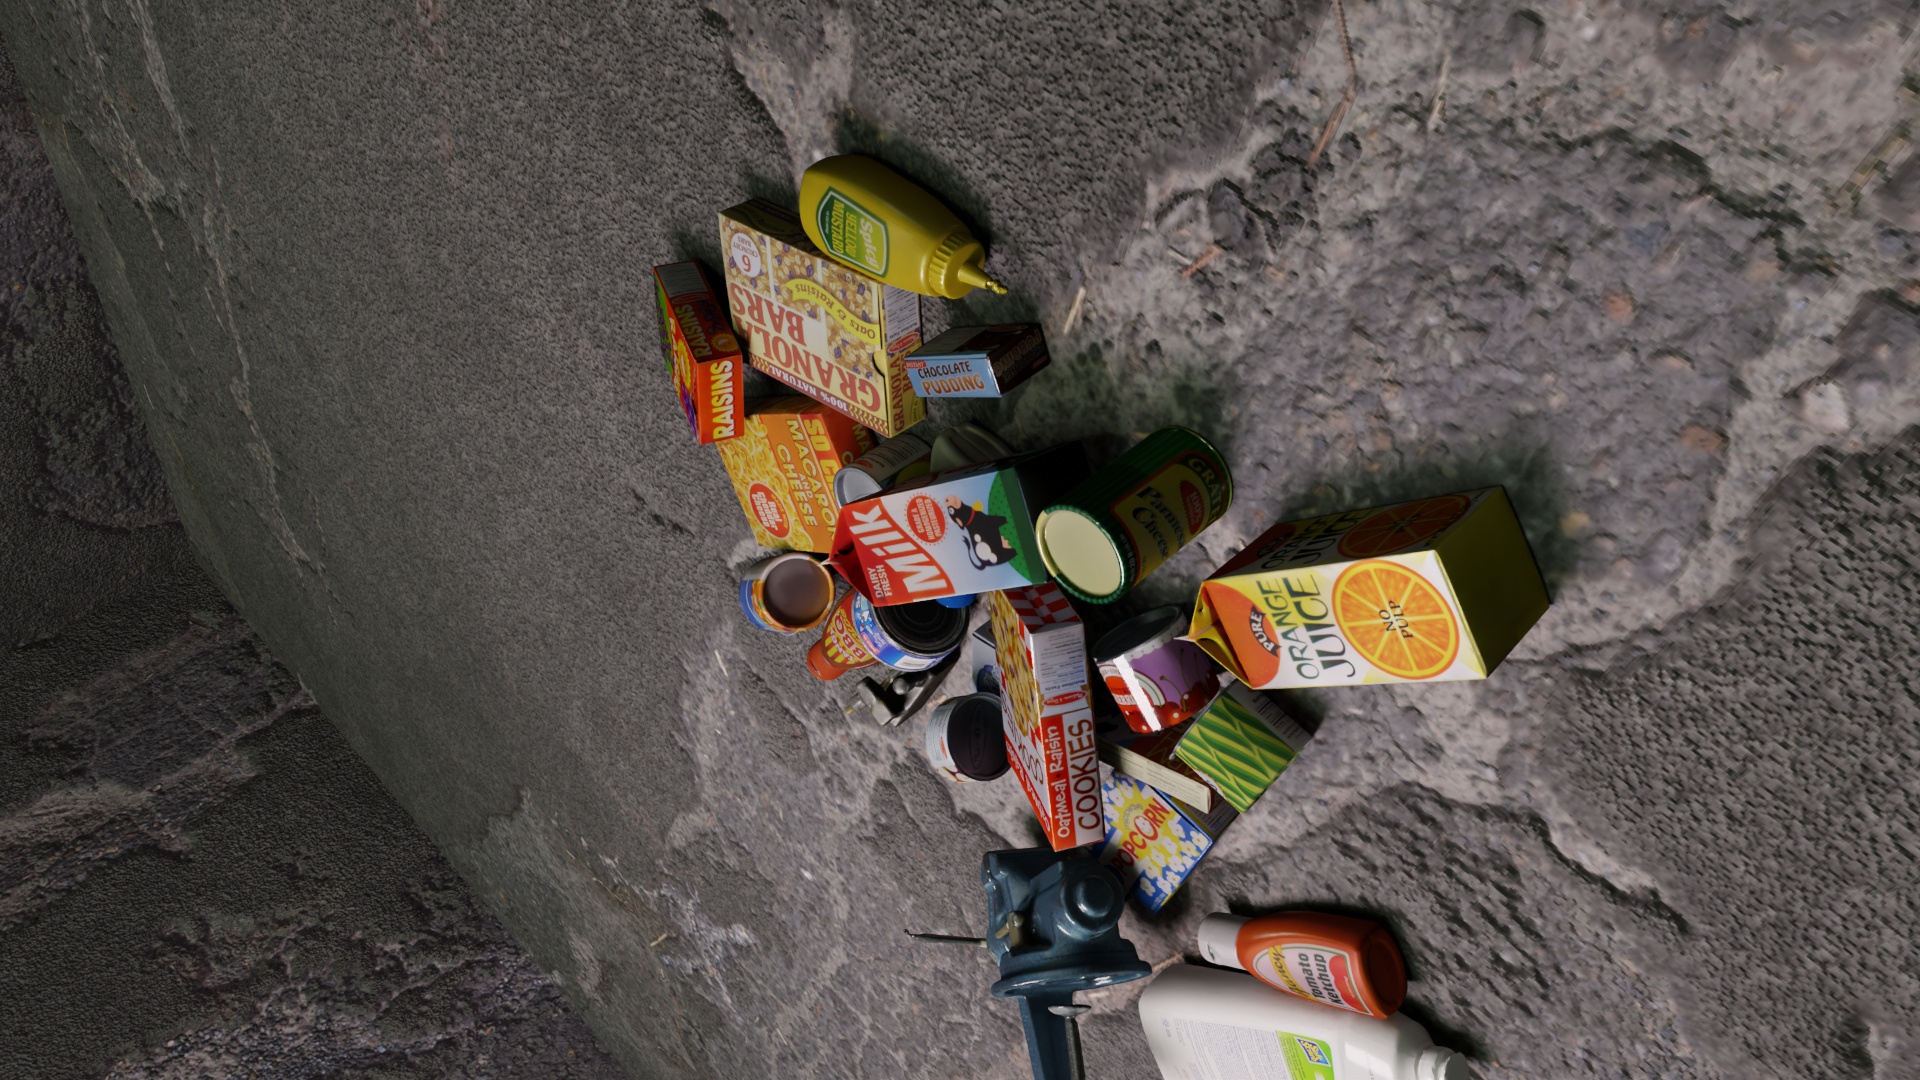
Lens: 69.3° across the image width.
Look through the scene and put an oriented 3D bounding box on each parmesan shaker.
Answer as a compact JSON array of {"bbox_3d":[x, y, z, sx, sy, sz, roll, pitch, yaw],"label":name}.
[{"bbox_3d":[0.102,-0.013,0.808,0.071,0.103,0.071,30,138,31],"label":"parmesan shaker"}]

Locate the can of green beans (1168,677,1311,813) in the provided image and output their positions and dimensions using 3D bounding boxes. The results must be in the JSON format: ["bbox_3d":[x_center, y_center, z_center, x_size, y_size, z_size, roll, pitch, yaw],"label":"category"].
[{"bbox_3d":[0.176,0.128,0.868,0.058,0.071,0.071,42,143,17],"label":"can of green beans"}]

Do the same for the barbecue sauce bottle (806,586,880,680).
[{"bbox_3d":[-0.087,0.080,1.165,0.065,0.044,0.148,56,146,5],"label":"barbecue sauce bottle"}]

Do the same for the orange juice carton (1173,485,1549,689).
[{"bbox_3d":[0.204,0.030,0.749,0.192,0.072,0.073,-12,108,53],"label":"orange juice carton"}]

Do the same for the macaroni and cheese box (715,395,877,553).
[{"bbox_3d":[-0.123,-0.053,1.101,0.166,0.040,0.123,4,121,49],"label":"macaroni and cheese box"}]

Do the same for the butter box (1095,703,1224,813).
[{"bbox_3d":[0.140,0.142,0.935,0.103,0.053,0.024,21,132,39],"label":"butter box"}]

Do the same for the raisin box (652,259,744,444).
[{"bbox_3d":[-0.203,-0.147,1.078,0.085,0.040,0.124,99,151,-46],"label":"raisin box"}]

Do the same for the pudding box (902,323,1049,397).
[{"bbox_3d":[0.009,-0.114,0.883,0.083,0.050,0.030,6,124,48],"label":"pudding box"}]

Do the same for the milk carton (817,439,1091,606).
[{"bbox_3d":[-0.006,-0.006,0.891,0.190,0.072,0.073,-10,100,43],"label":"milk carton"}]

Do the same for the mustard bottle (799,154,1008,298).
[{"bbox_3d":[-0.033,-0.190,0.872,0.160,0.049,0.065,33,139,29],"label":"mustard bottle"}]

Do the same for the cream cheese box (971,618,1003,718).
[{"bbox_3d":[0.035,0.114,1.064,0.053,0.024,0.103,31,139,32],"label":"cream cheese box"}]

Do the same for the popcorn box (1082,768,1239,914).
[{"bbox_3d":[0.139,0.205,1.002,0.085,0.038,0.126,41,143,18],"label":"popcorn box"}]

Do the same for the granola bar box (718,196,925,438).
[{"bbox_3d":[-0.099,-0.159,0.985,0.166,0.039,0.123,29,138,33],"label":"granola bar box"}]

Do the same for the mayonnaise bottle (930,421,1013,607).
[{"bbox_3d":[0.004,-0.012,0.983,0.065,0.041,0.147,40,144,25],"label":"mayonnaise bottle"}]

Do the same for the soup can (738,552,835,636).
[{"bbox_3d":[-0.145,0.047,1.168,0.071,0.071,0.083,60,162,-7],"label":"soup can"}]

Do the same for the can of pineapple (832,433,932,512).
[{"bbox_3d":[-0.049,-0.035,1.011,0.071,0.058,0.070,31,139,32],"label":"can of pineapple"}]

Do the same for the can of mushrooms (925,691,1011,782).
[{"bbox_3d":[0.011,0.149,1.042,0.033,0.071,0.071,-20,102,54],"label":"can of mushrooms"}]

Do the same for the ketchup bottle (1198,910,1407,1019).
[{"bbox_3d":[0.230,0.283,0.953,0.148,0.044,0.064,-7,111,53],"label":"ketchup bottle"}]

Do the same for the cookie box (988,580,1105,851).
[{"bbox_3d":[0.058,0.108,0.951,0.123,0.040,0.166,-122,22,-65],"label":"cookie box"}]

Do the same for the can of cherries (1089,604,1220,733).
[{"bbox_3d":[0.123,0.084,0.891,0.071,0.072,0.058,-16,106,54],"label":"can of cherries"}]
